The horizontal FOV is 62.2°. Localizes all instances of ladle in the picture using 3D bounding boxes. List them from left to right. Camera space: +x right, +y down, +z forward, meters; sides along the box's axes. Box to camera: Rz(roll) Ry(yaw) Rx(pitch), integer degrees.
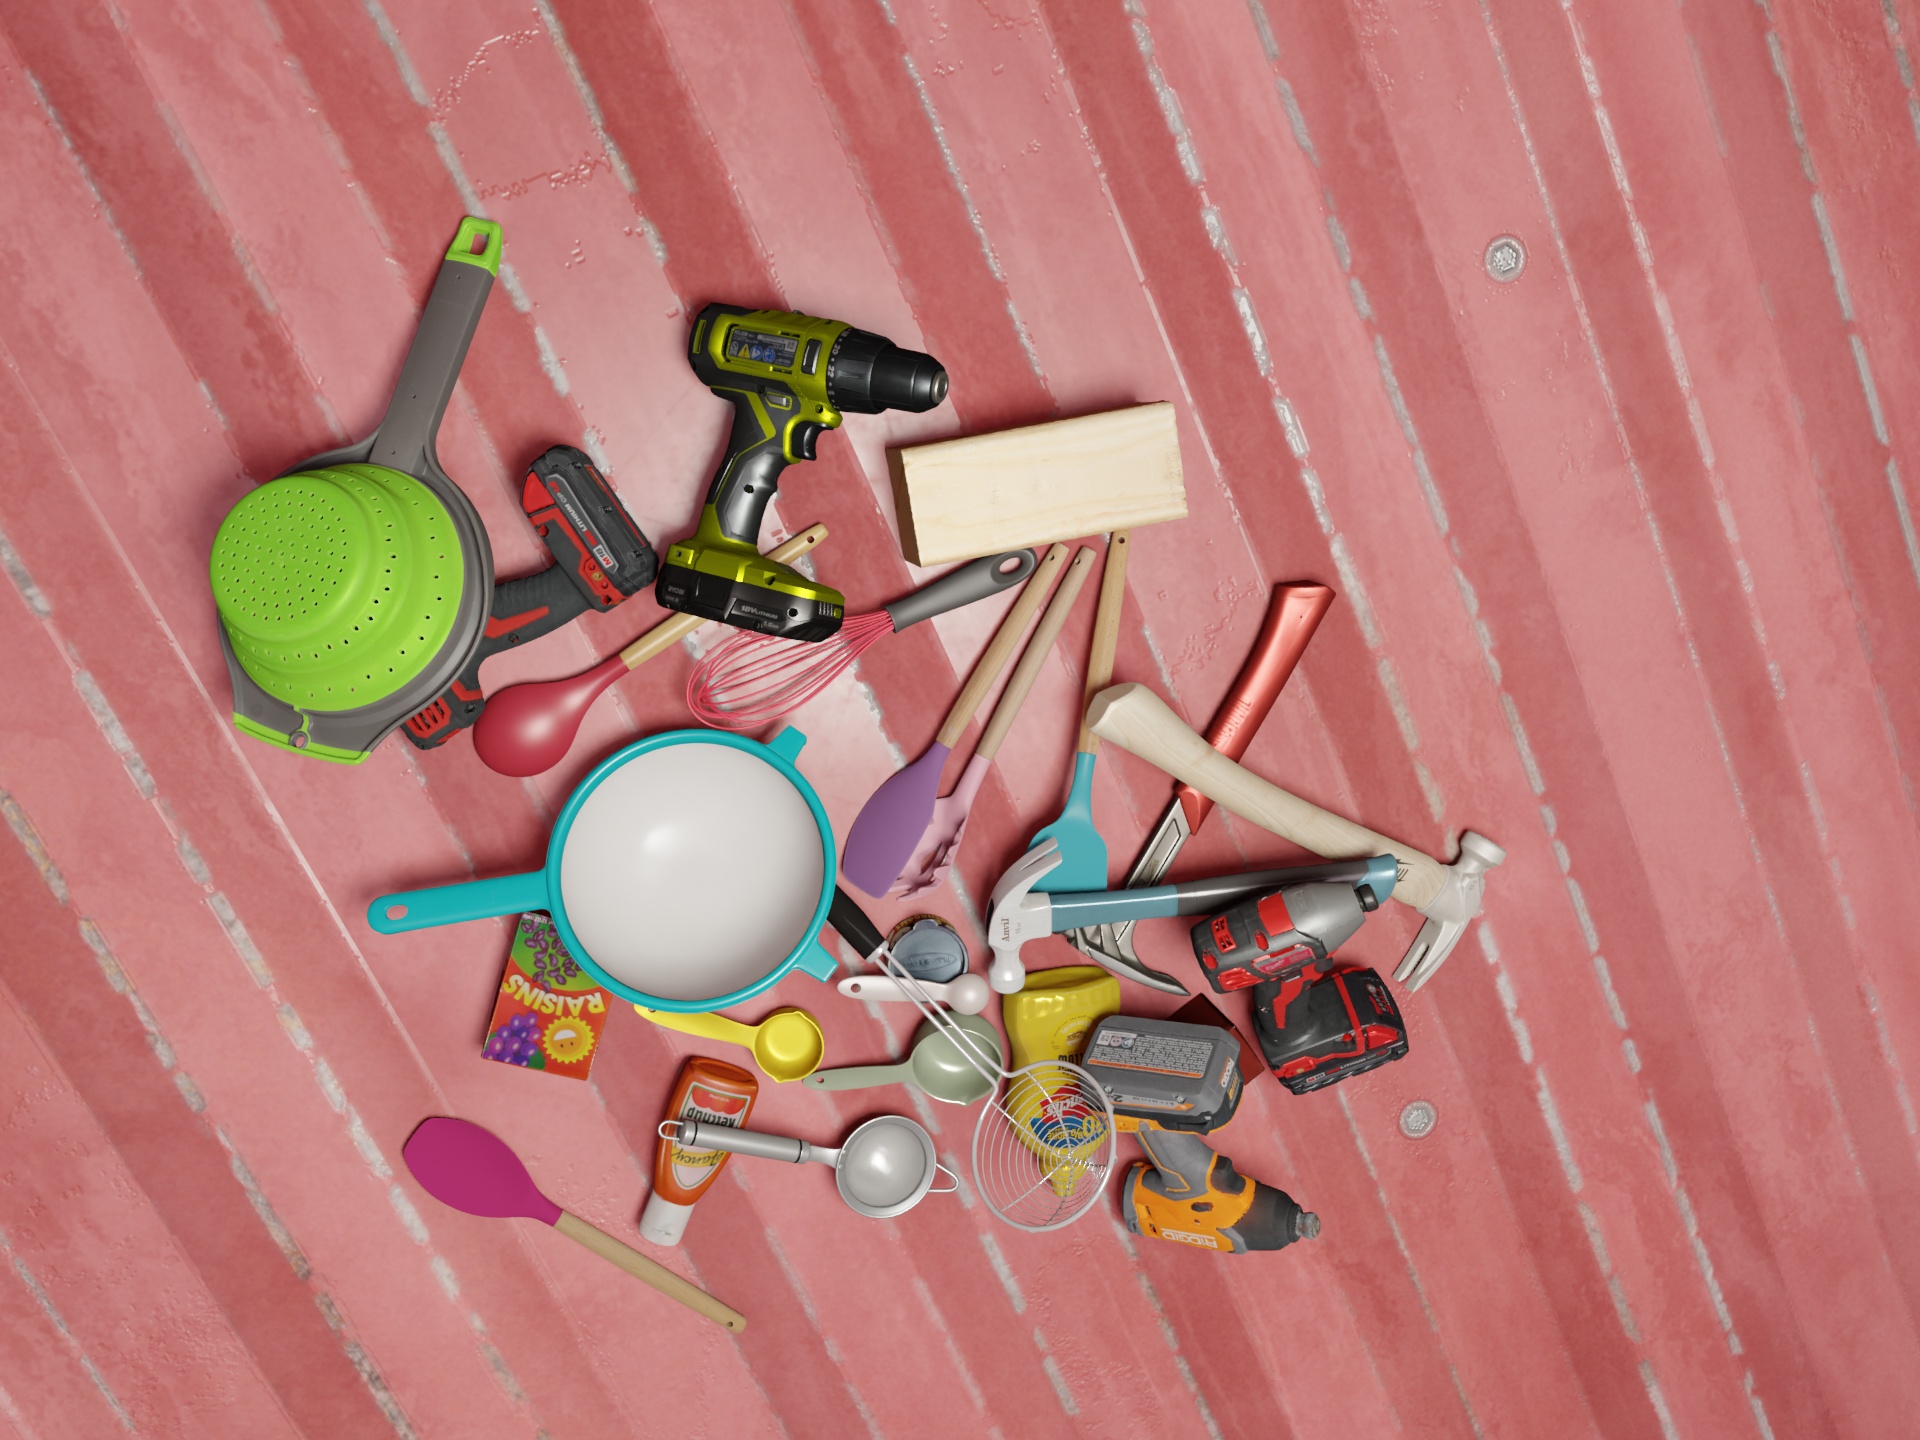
[{"bbox_3d":[-0.232,-0.058,1.207,0.315,0.031,0.069,-35,104,-4],"label":"ladle"}]

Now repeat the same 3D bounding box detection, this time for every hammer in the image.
[{"bbox_3d":[0.184,0.142,1.266,0.331,0.033,0.128,-6,120,-5],"label":"hammer"},{"bbox_3d":[0.211,0.049,1.308,0.149,0.037,0.359,29,95,-15],"label":"hammer"},{"bbox_3d":[0.265,0.087,1.294,0.410,0.038,0.146,27,95,-24],"label":"hammer"}]

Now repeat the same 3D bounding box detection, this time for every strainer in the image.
[{"bbox_3d":[-0.261,0.128,1.195,0.340,0.095,0.211,-9,74,-4],"label":"strainer"},{"bbox_3d":[-0.122,0.346,1.279,0.258,0.050,0.087,18,89,-26],"label":"strainer"}]

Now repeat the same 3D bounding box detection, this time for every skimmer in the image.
[{"bbox_3d":[-0.027,0.227,1.213,0.127,0.090,0.363,-44,86,9],"label":"skimmer"}]

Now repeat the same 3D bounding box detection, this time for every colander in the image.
[{"bbox_3d":[-0.401,-0.174,1.068,0.204,0.094,0.397,15,81,12],"label":"colander"}]

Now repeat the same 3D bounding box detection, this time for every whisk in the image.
[{"bbox_3d":[-0.072,-0.070,1.221,0.296,0.073,0.073,-25,105,-12],"label":"whisk"}]

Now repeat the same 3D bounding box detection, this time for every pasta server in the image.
[{"bbox_3d":[0.026,0.003,1.262,0.040,0.060,0.316,25,94,-50],"label":"pasta server"}]

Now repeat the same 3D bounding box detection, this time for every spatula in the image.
[{"bbox_3d":[-0.002,-0.004,1.258,0.060,0.018,0.316,32,91,28],"label":"spatula"},{"bbox_3d":[0.102,0.000,1.269,0.082,0.044,0.317,10,88,-1],"label":"spatula"}]

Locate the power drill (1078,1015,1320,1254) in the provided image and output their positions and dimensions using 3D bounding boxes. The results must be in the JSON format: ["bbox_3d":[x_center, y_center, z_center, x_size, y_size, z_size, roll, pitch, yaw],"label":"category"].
[{"bbox_3d":[0.194,0.344,1.278,0.164,0.084,0.226,1,129,29],"label":"power drill"}]

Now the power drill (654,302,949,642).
[{"bbox_3d":[-0.118,-0.175,1.136,0.190,0.080,0.228,15,94,19],"label":"power drill"}]

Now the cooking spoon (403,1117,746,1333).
[{"bbox_3d":[-0.305,0.416,1.289,0.318,0.017,0.069,37,93,-15],"label":"cooking spoon"}]

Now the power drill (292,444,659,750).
[{"bbox_3d":[-0.355,-0.110,1.148,0.226,0.080,0.188,-34,98,1],"label":"power drill"}]

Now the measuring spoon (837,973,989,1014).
[{"bbox_3d":[-0.036,0.218,1.266,0.124,0.018,0.034,5,101,-11],"label":"measuring spoon"}]

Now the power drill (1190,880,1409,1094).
[{"bbox_3d":[0.281,0.205,1.270,0.143,0.079,0.219,-24,136,11],"label":"power drill"}]

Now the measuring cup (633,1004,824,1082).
[{"bbox_3d":[-0.185,0.245,1.281,0.156,0.029,0.062,16,98,-2],"label":"measuring cup"}]

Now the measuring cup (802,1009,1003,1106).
[{"bbox_3d":[-0.047,0.279,1.308,0.167,0.038,0.083,-8,116,8],"label":"measuring cup"}]
